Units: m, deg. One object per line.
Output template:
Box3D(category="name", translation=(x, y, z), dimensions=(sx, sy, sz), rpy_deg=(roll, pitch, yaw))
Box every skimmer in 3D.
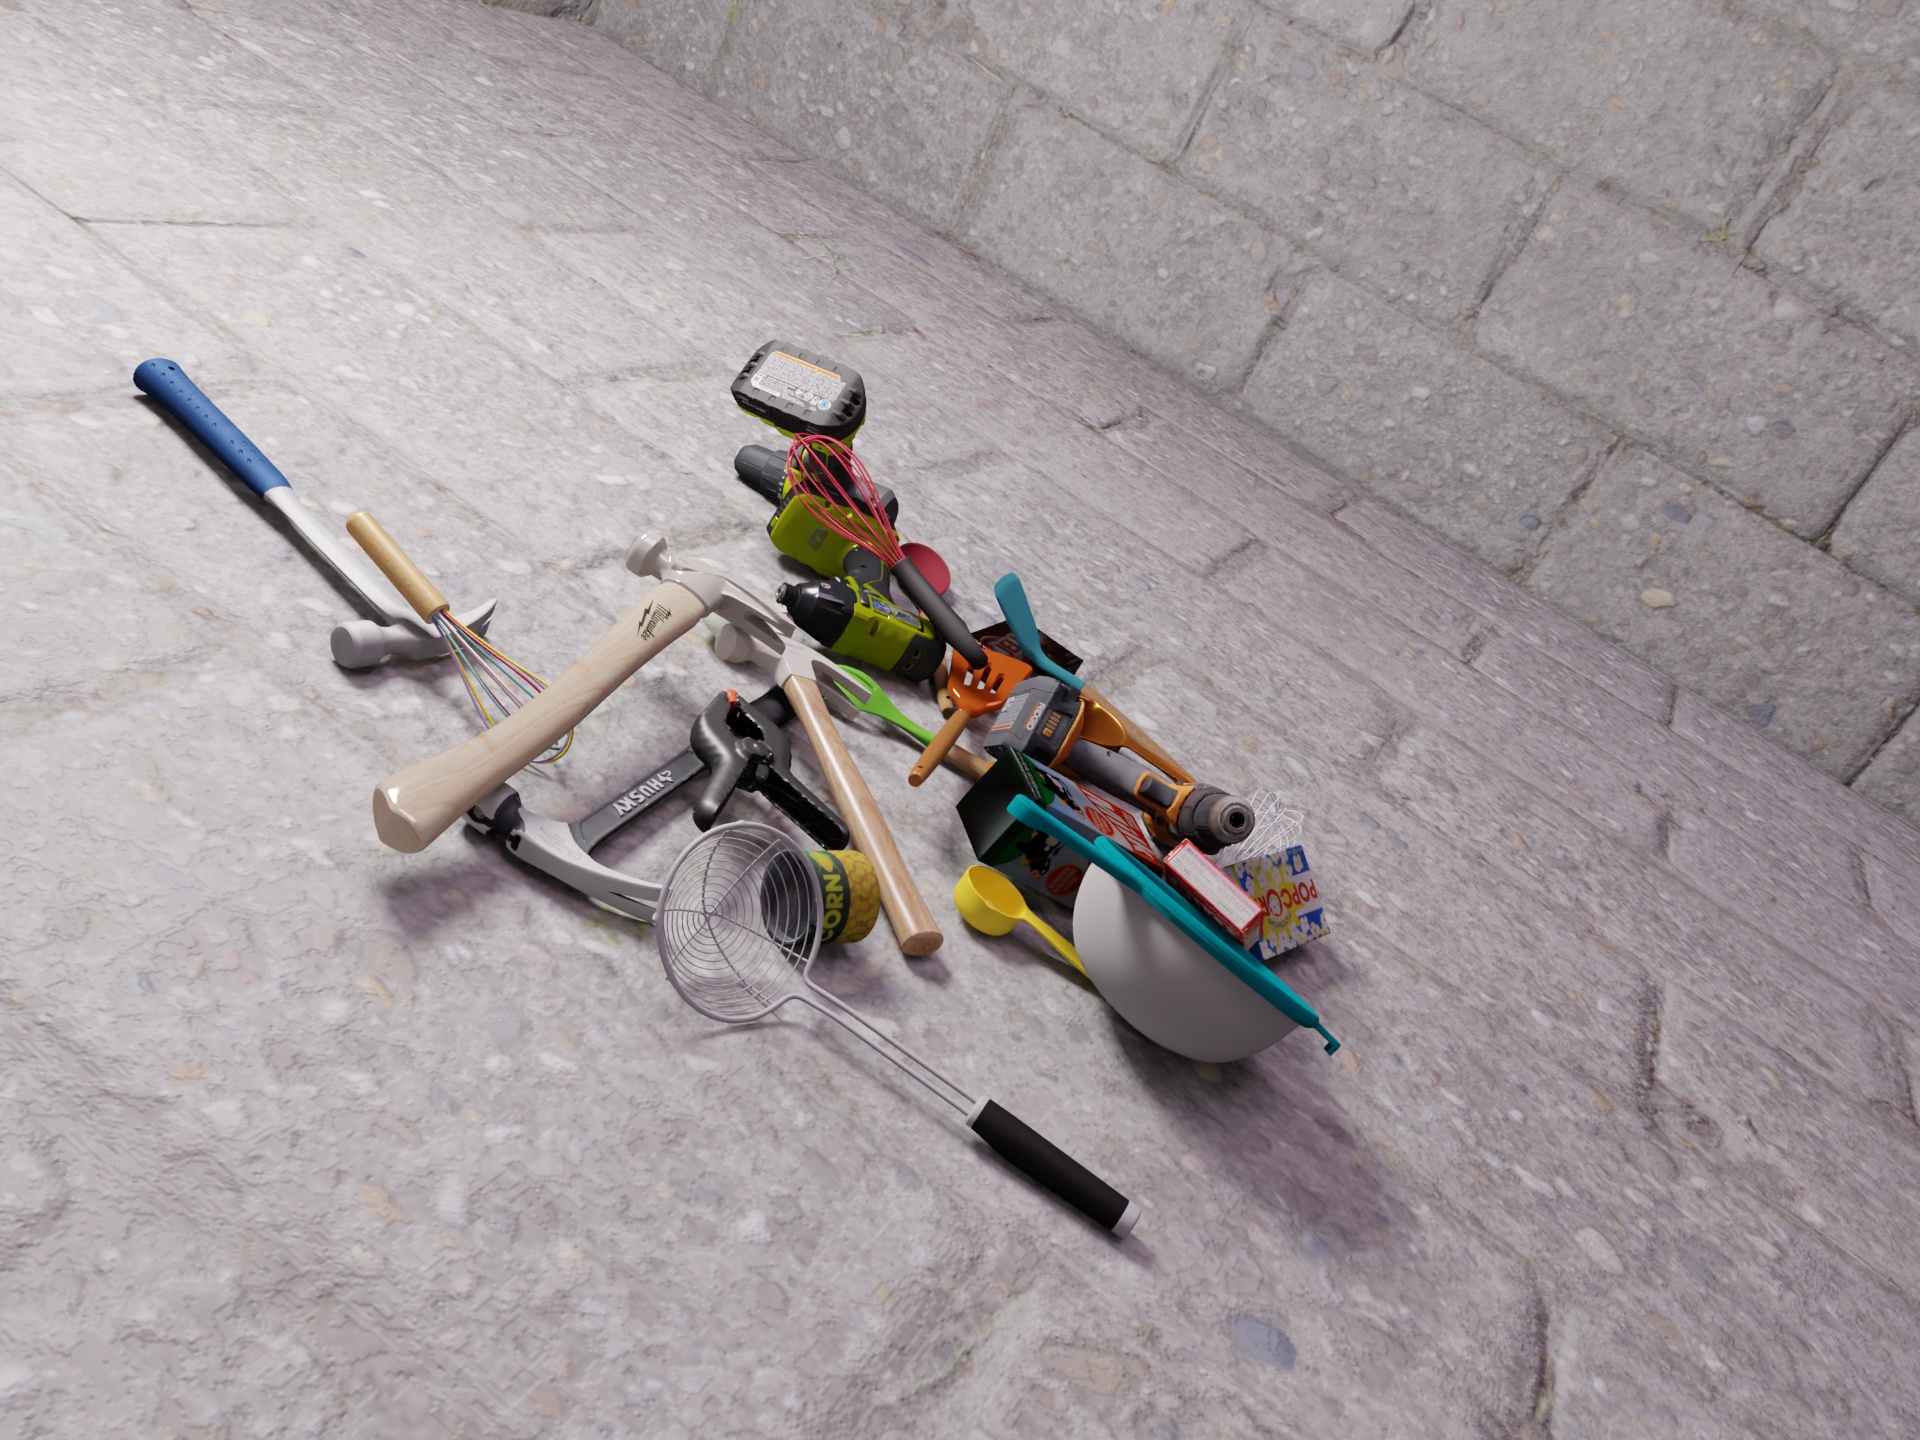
Box3D(category="skimmer", translation=(-0.034, 0.203, 1.003), dimensions=(0.363, 0.090, 0.127), rpy_deg=(35, 59, 8))

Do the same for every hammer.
Box3D(category="hammer", translation=(-0.532, -0.173, 1.268), dimensions=(0.406, 0.035, 0.144), rpy_deg=(40, 29, 23))
Box3D(category="hammer", translation=(-0.088, 0.050, 1.254), dimensions=(0.130, 0.031, 0.332), rpy_deg=(14, 35, -42))
Box3D(category="hammer", translation=(-0.262, -0.018, 1.128), dimensions=(0.146, 0.038, 0.411), rpy_deg=(32, 34, 3))
Box3D(category="hammer", translation=(-0.200, 0.033, 1.216), dimensions=(0.149, 0.036, 0.409), rpy_deg=(33, 26, 8))

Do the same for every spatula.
Box3D(category="spatula", translation=(-0.002, -0.004, 1.406), dimensions=(0.081, 0.041, 0.323), rpy_deg=(18, 19, 6))
Box3D(category="spatula", translation=(0.146, -0.021, 1.581), dimensions=(0.317, 0.044, 0.082), rpy_deg=(42, 23, 2))

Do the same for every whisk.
Box3D(category="whisk", translation=(0.245, 0.133, 1.449), dimensions=(0.070, 0.070, 0.284), rpy_deg=(35, 32, 14))
Box3D(category="whisk", translation=(-0.070, -0.162, 1.511), dimensions=(0.296, 0.073, 0.073), rpy_deg=(51, 31, 11))
Box3D(category="whisk", translation=(-0.366, -0.065, 1.166), dimensions=(0.245, 0.047, 0.051), rpy_deg=(47, 32, 9))

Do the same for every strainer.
Box3D(category="strainer", translation=(0.118, 0.159, 1.146), dimensions=(0.340, 0.095, 0.211), rpy_deg=(36, 4, -41))

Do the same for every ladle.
Box3D(category="ladle", translation=(-0.030, -0.095, 1.626), dimensions=(0.069, 0.031, 0.316), rpy_deg=(16, 30, -18))

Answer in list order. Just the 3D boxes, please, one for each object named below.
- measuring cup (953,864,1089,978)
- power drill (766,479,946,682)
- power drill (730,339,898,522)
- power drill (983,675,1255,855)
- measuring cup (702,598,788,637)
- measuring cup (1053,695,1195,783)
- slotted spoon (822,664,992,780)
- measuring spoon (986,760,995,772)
Box3D(category="measuring cup", translation=(0.059, 0.173, 1.233), dimensions=(0.156, 0.029, 0.062), rpy_deg=(40, 21, -2))
Box3D(category="power drill", translation=(-0.114, -0.140, 1.557), dimensions=(0.171, 0.080, 0.223), rpy_deg=(22, 28, -29))
Box3D(category="power drill", translation=(-0.167, -0.289, 1.667), dimensions=(0.190, 0.228, 0.080), rpy_deg=(25, 68, 15))
Box3D(category="power drill", translation=(0.144, 0.047, 1.388), dimensions=(0.226, 0.084, 0.185), rpy_deg=(30, -7, -7))
Box3D(category="measuring cup", translation=(-0.189, -0.091, 1.464), dimensions=(0.083, 0.038, 0.167), rpy_deg=(37, 9, 3))
Box3D(category="measuring cup", translation=(0.145, 0.039, 1.523), dimensions=(0.173, 0.052, 0.095), rpy_deg=(32, 26, 3))
Box3D(category="slotted spoon", translation=(0.000, 0.032, 1.422), dimensions=(0.314, 0.031, 0.070), rpy_deg=(32, 23, 4))
Box3D(category="measuring spoon", translation=(0.044, 0.078, 1.372), dimensions=(0.021, 0.011, 0.117), rpy_deg=(4, 46, -28))
